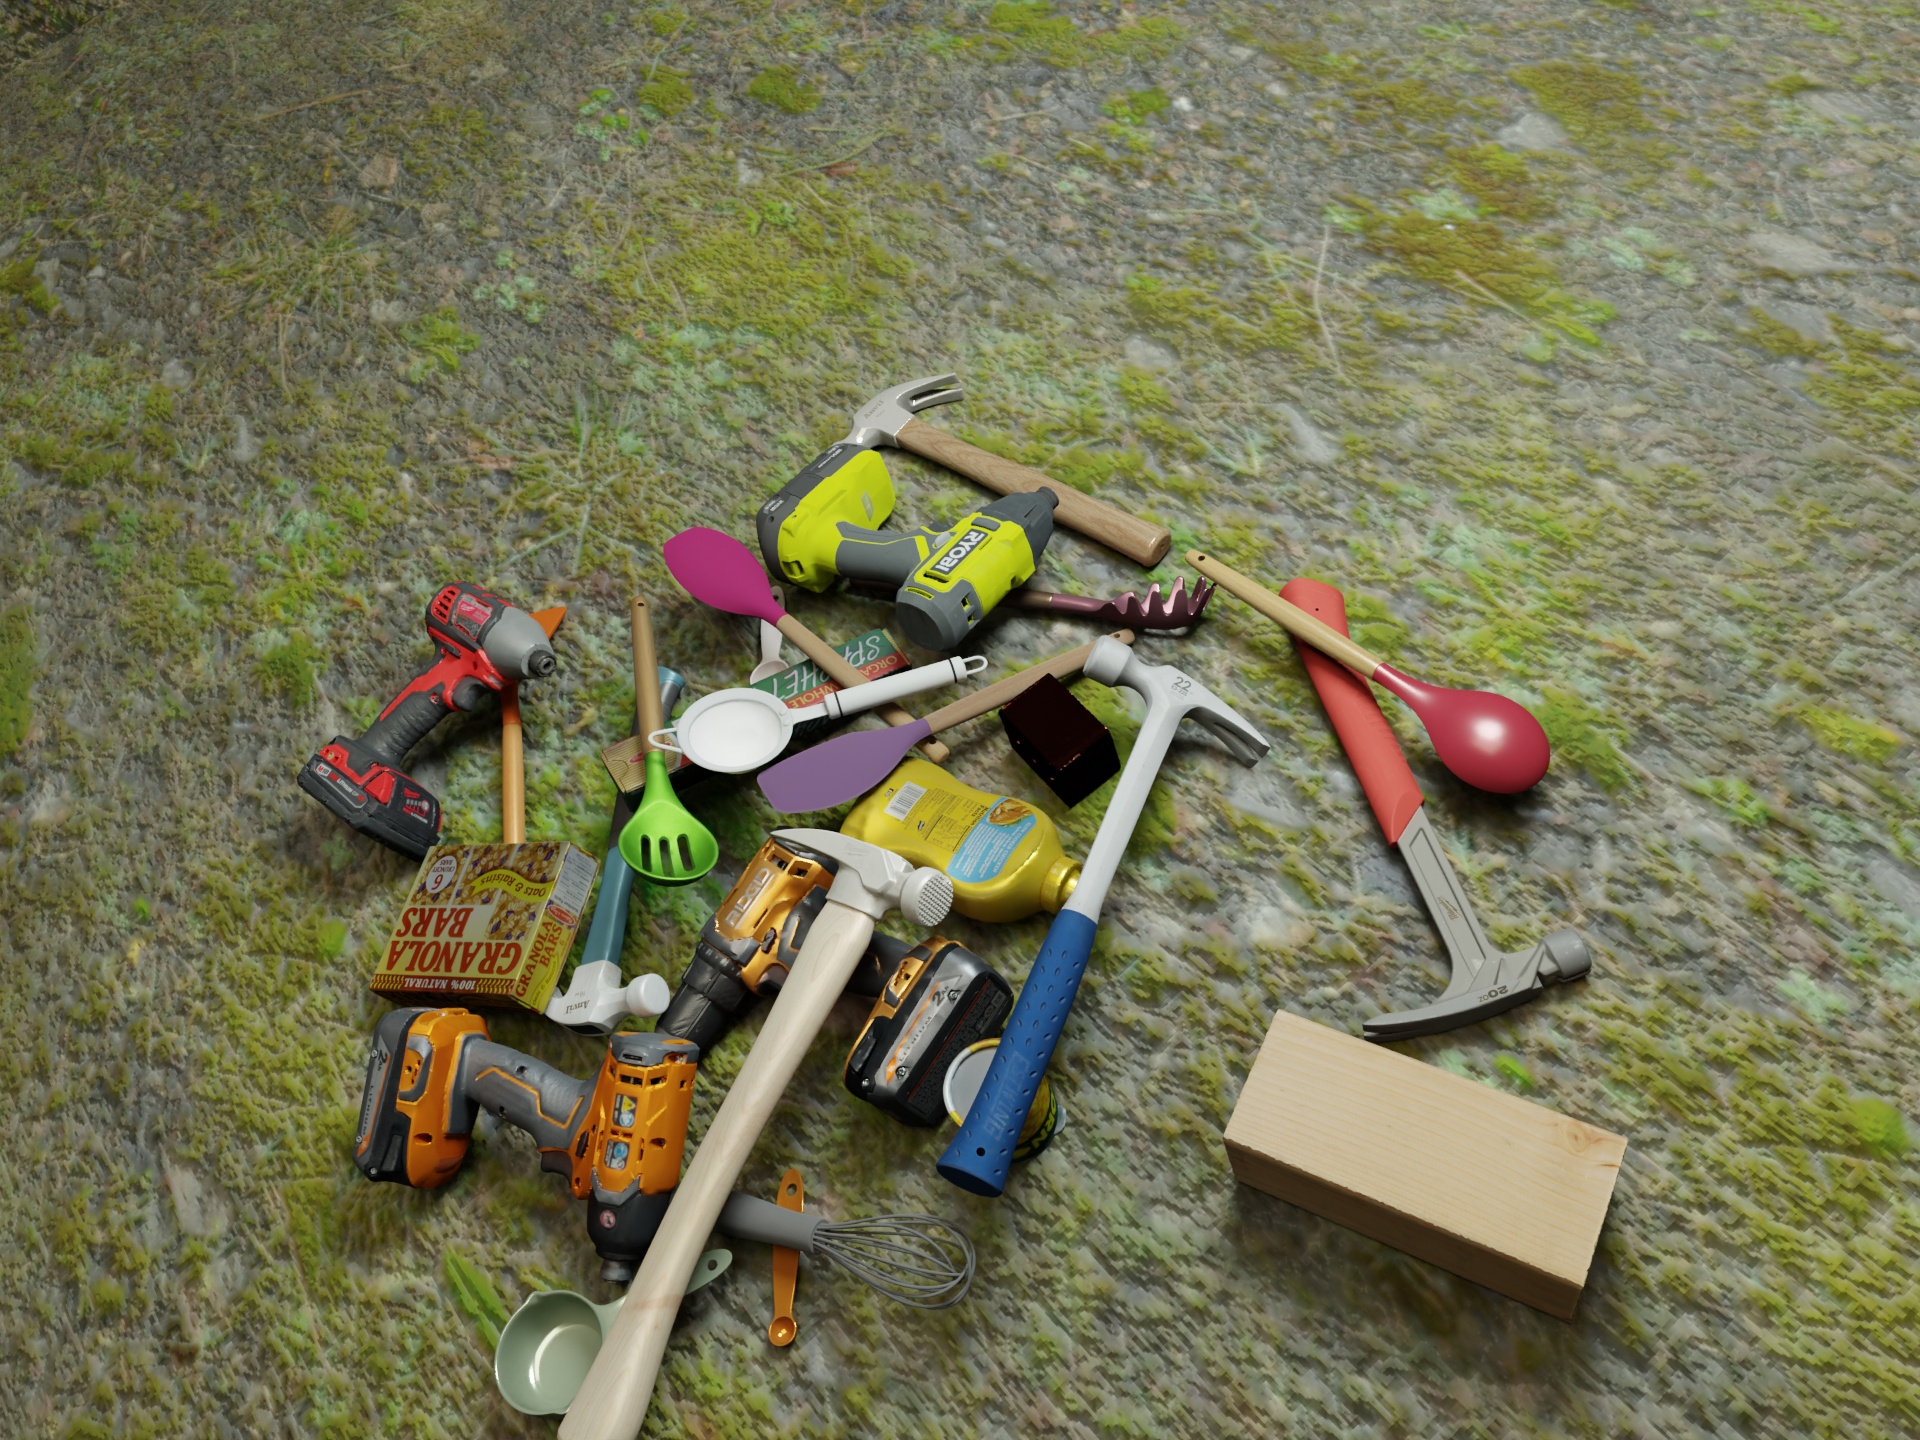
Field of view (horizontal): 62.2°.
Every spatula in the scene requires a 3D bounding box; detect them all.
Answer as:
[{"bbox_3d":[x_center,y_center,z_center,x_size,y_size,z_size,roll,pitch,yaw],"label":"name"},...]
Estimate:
[{"bbox_3d":[-0.002,-0.004,1.195,0.316,0.018,0.060,-25,51,-19],"label":"spatula"},{"bbox_3d":[-0.370,0.031,1.331,0.081,0.041,0.323,-15,58,7],"label":"spatula"}]

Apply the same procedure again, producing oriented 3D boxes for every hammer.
[{"bbox_3d":[0.088,0.125,1.055,0.144,0.035,0.406,27,58,0],"label":"hammer"},{"bbox_3d":[-0.257,0.090,1.233,0.128,0.033,0.331,-19,47,27],"label":"hammer"},{"bbox_3d":[0.039,-0.210,1.360,0.331,0.031,0.130,30,70,30],"label":"hammer"},{"bbox_3d":[-0.151,0.263,1.023,0.146,0.038,0.411,15,72,38],"label":"hammer"},{"bbox_3d":[0.288,0.045,1.110,0.149,0.036,0.359,-19,54,4],"label":"hammer"}]

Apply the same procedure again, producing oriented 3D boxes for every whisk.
[{"bbox_3d":[-0.091,0.326,1.014,0.239,0.055,0.055,2,57,33],"label":"whisk"}]

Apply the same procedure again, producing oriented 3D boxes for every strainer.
[{"bbox_3d":[-0.102,-0.006,1.194,0.258,0.050,0.087,-16,48,-5],"label":"strainer"}]

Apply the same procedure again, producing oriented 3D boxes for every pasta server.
[{"bbox_3d":[0.051,-0.106,1.283,0.316,0.040,0.060,9,19,24],"label":"pasta server"}]

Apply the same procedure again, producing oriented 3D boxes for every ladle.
[{"bbox_3d":[0.279,-0.048,1.136,0.069,0.031,0.316,-44,55,-13],"label":"ladle"}]

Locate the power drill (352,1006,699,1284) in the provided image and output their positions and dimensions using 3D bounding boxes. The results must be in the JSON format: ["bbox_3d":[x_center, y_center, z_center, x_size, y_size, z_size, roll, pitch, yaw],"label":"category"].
[{"bbox_3d":[-0.296,0.285,1.091,0.226,0.084,0.164,6,83,17],"label":"power drill"}]

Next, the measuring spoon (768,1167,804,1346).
[{"bbox_3d":[-0.112,0.352,1.044,0.021,0.011,0.117,-14,50,17],"label":"measuring spoon"}]

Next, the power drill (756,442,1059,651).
[{"bbox_3d":[-0.041,-0.150,1.292,0.223,0.080,0.171,21,56,36],"label":"power drill"}]

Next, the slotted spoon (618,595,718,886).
[{"bbox_3d":[-0.231,0.010,1.202,0.070,0.031,0.314,1,44,-18],"label":"slotted spoon"}]

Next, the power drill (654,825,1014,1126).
[{"bbox_3d":[-0.099,0.194,1.103,0.226,0.084,0.185,27,76,35],"label":"power drill"}]

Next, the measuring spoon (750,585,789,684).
[{"bbox_3d":[-0.156,-0.066,1.337,0.034,0.018,0.124,-13,48,11],"label":"measuring spoon"}]

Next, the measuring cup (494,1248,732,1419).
[{"bbox_3d":[-0.219,0.391,1.032,0.167,0.038,0.083,-27,54,-4],"label":"measuring cup"}]

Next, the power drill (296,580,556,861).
[{"bbox_3d":[-0.428,-0.004,1.310,0.143,0.078,0.220,26,78,34],"label":"power drill"}]

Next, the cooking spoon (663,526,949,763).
[{"bbox_3d":[-0.123,-0.064,1.259,0.069,0.017,0.319,-35,61,-31],"label":"cooking spoon"}]
